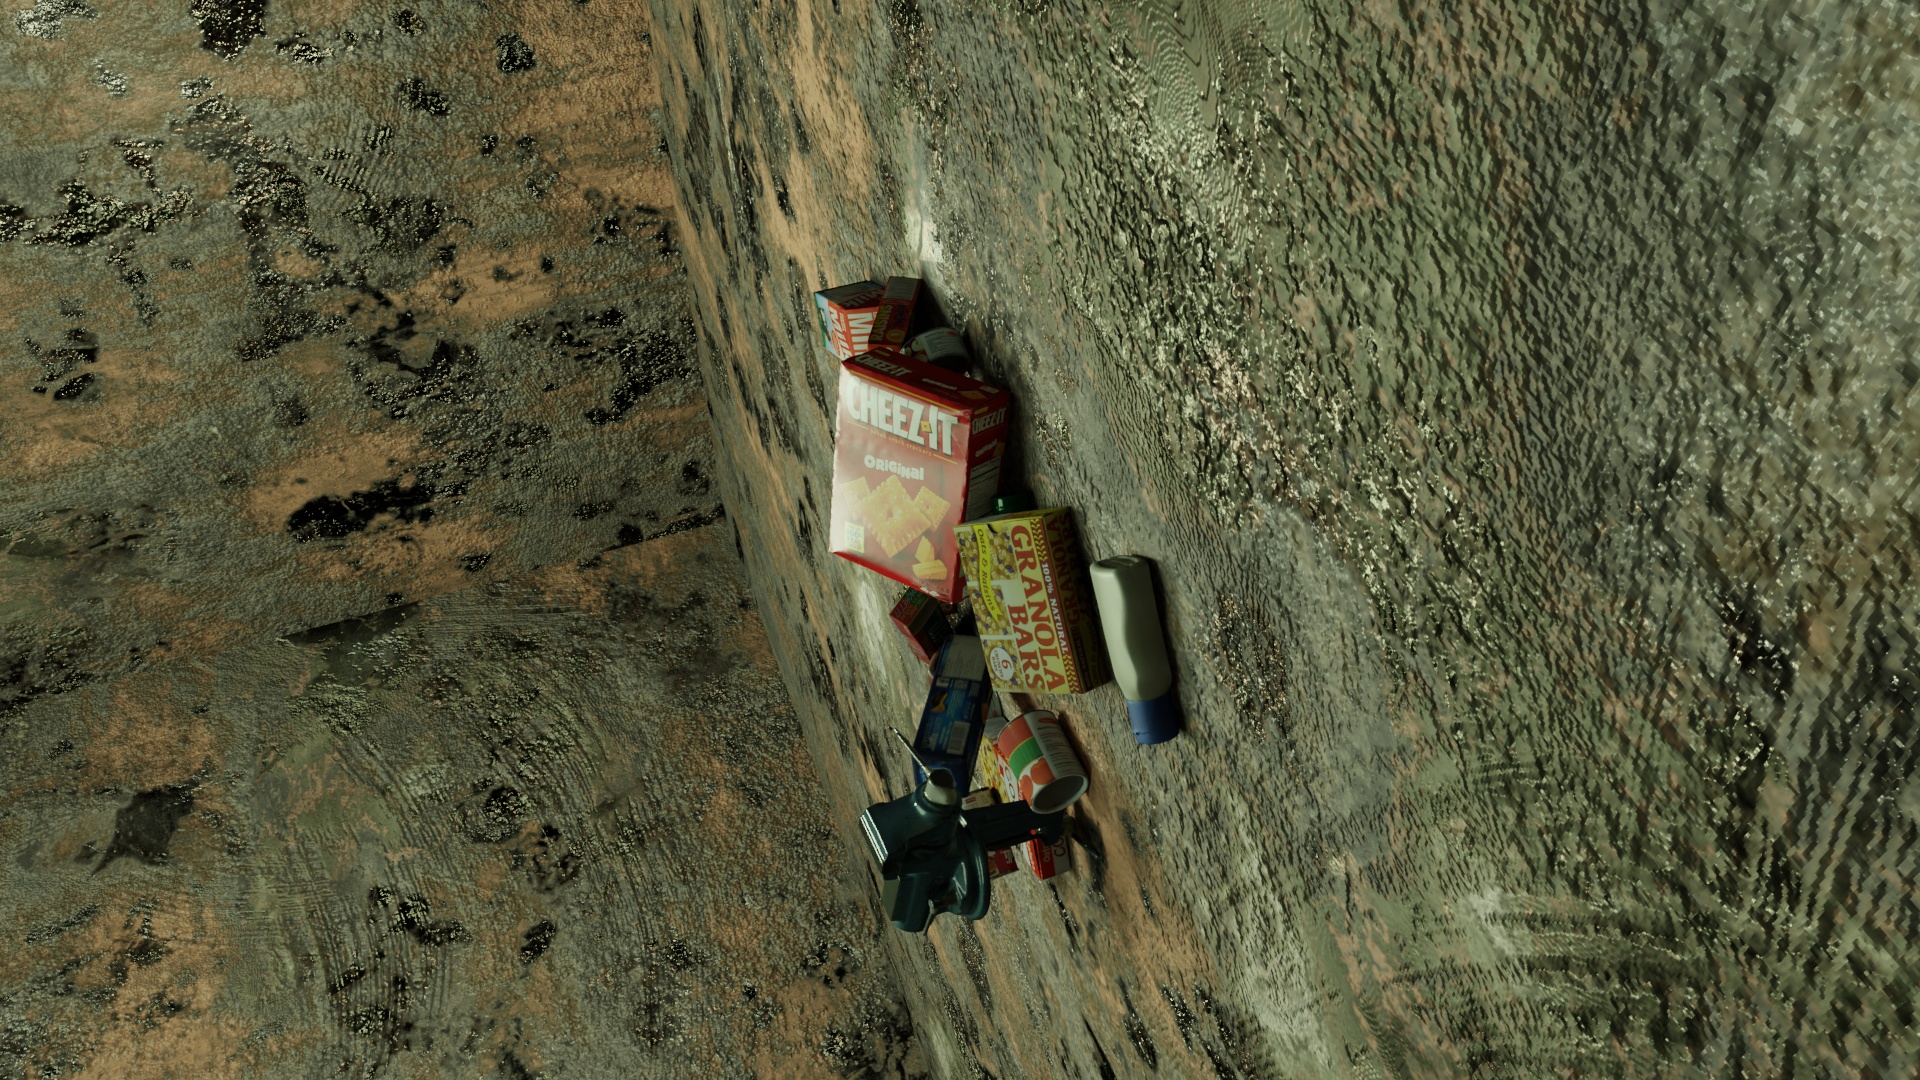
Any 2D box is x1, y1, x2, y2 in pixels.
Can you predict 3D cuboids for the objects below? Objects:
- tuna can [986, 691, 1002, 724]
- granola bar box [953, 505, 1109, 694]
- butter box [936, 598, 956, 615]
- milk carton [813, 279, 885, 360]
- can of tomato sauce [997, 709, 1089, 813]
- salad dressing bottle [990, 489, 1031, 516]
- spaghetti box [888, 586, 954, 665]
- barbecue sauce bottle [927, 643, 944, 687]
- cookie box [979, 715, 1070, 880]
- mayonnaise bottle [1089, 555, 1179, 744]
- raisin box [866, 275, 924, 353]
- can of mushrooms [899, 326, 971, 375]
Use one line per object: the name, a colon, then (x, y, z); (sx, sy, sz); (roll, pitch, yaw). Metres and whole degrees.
tuna can: (0.023, 0.199, 1.671); (0.071, 0.033, 0.071); (166, 89, -75)
granola bar box: (0.063, 0.057, 1.276); (0.124, 0.039, 0.165); (-6, 100, 50)
butter box: (-0.034, 0.043, 1.740); (0.053, 0.024, 0.103); (-172, 67, -75)
milk carton: (-0.111, -0.252, 1.629); (0.191, 0.073, 0.072); (-139, 36, -64)
can of tomato sauce: (0.083, 0.225, 1.407); (0.070, 0.071, 0.083); (91, 158, -47)
salad dressing bottle: (0.061, 0.026, 1.338); (0.064, 0.044, 0.147); (-165, 61, -69)
spaghetti box: (-0.041, 0.104, 1.645); (0.029, 0.050, 0.249); (34, 170, 15)
barbecue sauce bottle: (-0.012, 0.169, 1.724); (0.044, 0.065, 0.148); (35, 164, 12)
cookie box: (0.068, 0.291, 1.581); (0.168, 0.040, 0.122); (-139, 36, -64)
mayonnaise bottle: (0.141, 0.087, 1.107); (0.065, 0.041, 0.147); (-161, 56, -74)
raisin box: (-0.068, -0.210, 1.469); (0.124, 0.040, 0.085); (-78, -9, -45)
can of mushrooms: (-0.026, -0.181, 1.397); (0.070, 0.071, 0.033); (106, 144, -63)
